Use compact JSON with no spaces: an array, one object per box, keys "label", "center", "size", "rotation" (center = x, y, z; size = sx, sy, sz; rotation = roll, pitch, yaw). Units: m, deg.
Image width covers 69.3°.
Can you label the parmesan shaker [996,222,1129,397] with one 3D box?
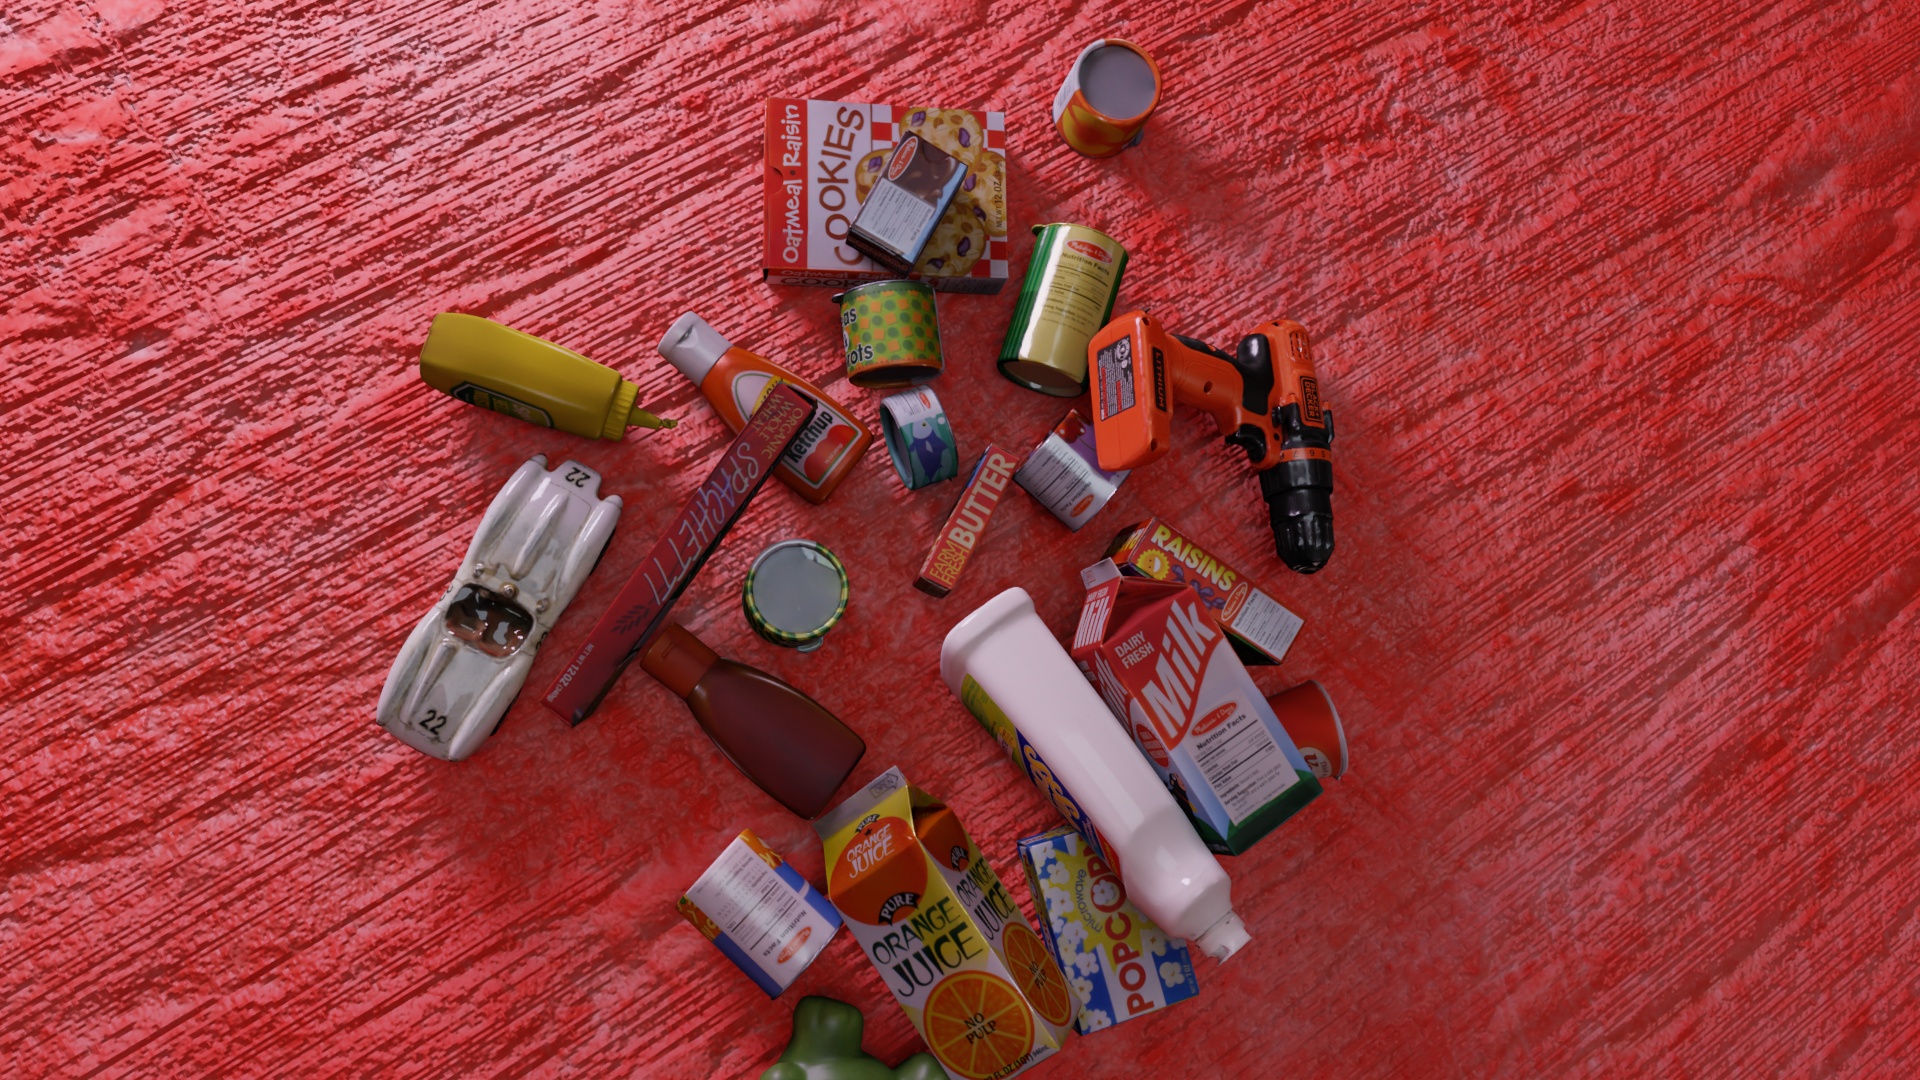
[{"label":"parmesan shaker","center":[0.068,-0.158,0.958],"size":[0.071,0.071,0.103],"rotation":[20,79,-7]}]

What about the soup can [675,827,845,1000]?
[{"label":"soup can","center":[-0.124,0.230,0.859],"size":[0.084,0.071,0.071],"rotation":[42,76,3]}]

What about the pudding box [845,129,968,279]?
[{"label":"pudding box","center":[-0.036,-0.224,0.925],"size":[0.049,0.030,0.084],"rotation":[29,77,-5]}]

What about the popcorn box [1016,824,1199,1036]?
[{"label":"popcorn box","center":[0.096,0.248,0.912],"size":[0.085,0.038,0.126],"rotation":[-15,84,-12]}]

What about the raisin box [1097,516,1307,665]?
[{"label":"raisin box","center":[0.159,0.036,0.934],"size":[0.123,0.086,0.040],"rotation":[34,82,-4]}]

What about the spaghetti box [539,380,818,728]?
[{"label":"spaghetti box","center":[-0.173,0.006,0.869],"size":[0.028,0.050,0.250],"rotation":[36,88,-3]}]

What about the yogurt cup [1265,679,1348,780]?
[{"label":"yogurt cup","center":[0.224,0.133,0.944],"size":[0.054,0.072,0.072],"rotation":[-14,84,-4]}]

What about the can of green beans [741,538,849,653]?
[{"label":"can of green beans","center":[-0.107,0.034,0.897],"size":[0.071,0.057,0.071],"rotation":[2,81,-11]}]

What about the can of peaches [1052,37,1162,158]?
[{"label":"can of peaches","center":[0.107,-0.315,0.995],"size":[0.071,0.058,0.071],"rotation":[2,81,-10]}]

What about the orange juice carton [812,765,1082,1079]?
[{"label":"orange juice carton","center":[-0.013,0.238,0.861],"size":[0.071,0.073,0.193],"rotation":[-36,85,16]}]

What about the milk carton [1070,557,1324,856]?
[{"label":"milk carton","center":[0.134,0.096,0.867],"size":[0.073,0.072,0.190],"rotation":[-32,87,-15]}]

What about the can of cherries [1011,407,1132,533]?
[{"label":"can of cherries","center":[0.077,-0.049,0.945],"size":[0.058,0.071,0.071],"rotation":[40,76,-2]}]

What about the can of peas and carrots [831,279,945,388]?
[{"label":"can of peas and carrots","center":[-0.048,-0.137,0.932],"size":[0.071,0.071,0.059],"rotation":[-6,83,-12]}]

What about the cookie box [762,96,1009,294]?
[{"label":"cookie box","center":[-0.053,-0.238,0.960],"size":[0.168,0.040,0.123],"rotation":[1,81,-11]}]

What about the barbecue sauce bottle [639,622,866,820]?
[{"label":"barbecue sauce bottle","center":[-0.135,0.111,0.887],"size":[0.148,0.043,0.065],"rotation":[38,76,-2]}]

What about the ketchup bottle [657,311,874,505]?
[{"label":"ketchup bottle","center":[-0.132,-0.091,0.920],"size":[0.149,0.043,0.065],"rotation":[39,79,-2]}]

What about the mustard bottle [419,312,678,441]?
[{"label":"mustard bottle","center":[-0.259,-0.097,0.887],"size":[0.160,0.065,0.049],"rotation":[18,74,-11]}]

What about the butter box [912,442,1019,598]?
[{"label":"butter box","center":[0.003,-0.012,0.929],"size":[0.024,0.053,0.104],"rotation":[29,77,-4]}]

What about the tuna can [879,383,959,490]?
[{"label":"tuna can","center":[-0.028,-0.066,0.926],"size":[0.033,0.071,0.071],"rotation":[-19,85,-12]}]
